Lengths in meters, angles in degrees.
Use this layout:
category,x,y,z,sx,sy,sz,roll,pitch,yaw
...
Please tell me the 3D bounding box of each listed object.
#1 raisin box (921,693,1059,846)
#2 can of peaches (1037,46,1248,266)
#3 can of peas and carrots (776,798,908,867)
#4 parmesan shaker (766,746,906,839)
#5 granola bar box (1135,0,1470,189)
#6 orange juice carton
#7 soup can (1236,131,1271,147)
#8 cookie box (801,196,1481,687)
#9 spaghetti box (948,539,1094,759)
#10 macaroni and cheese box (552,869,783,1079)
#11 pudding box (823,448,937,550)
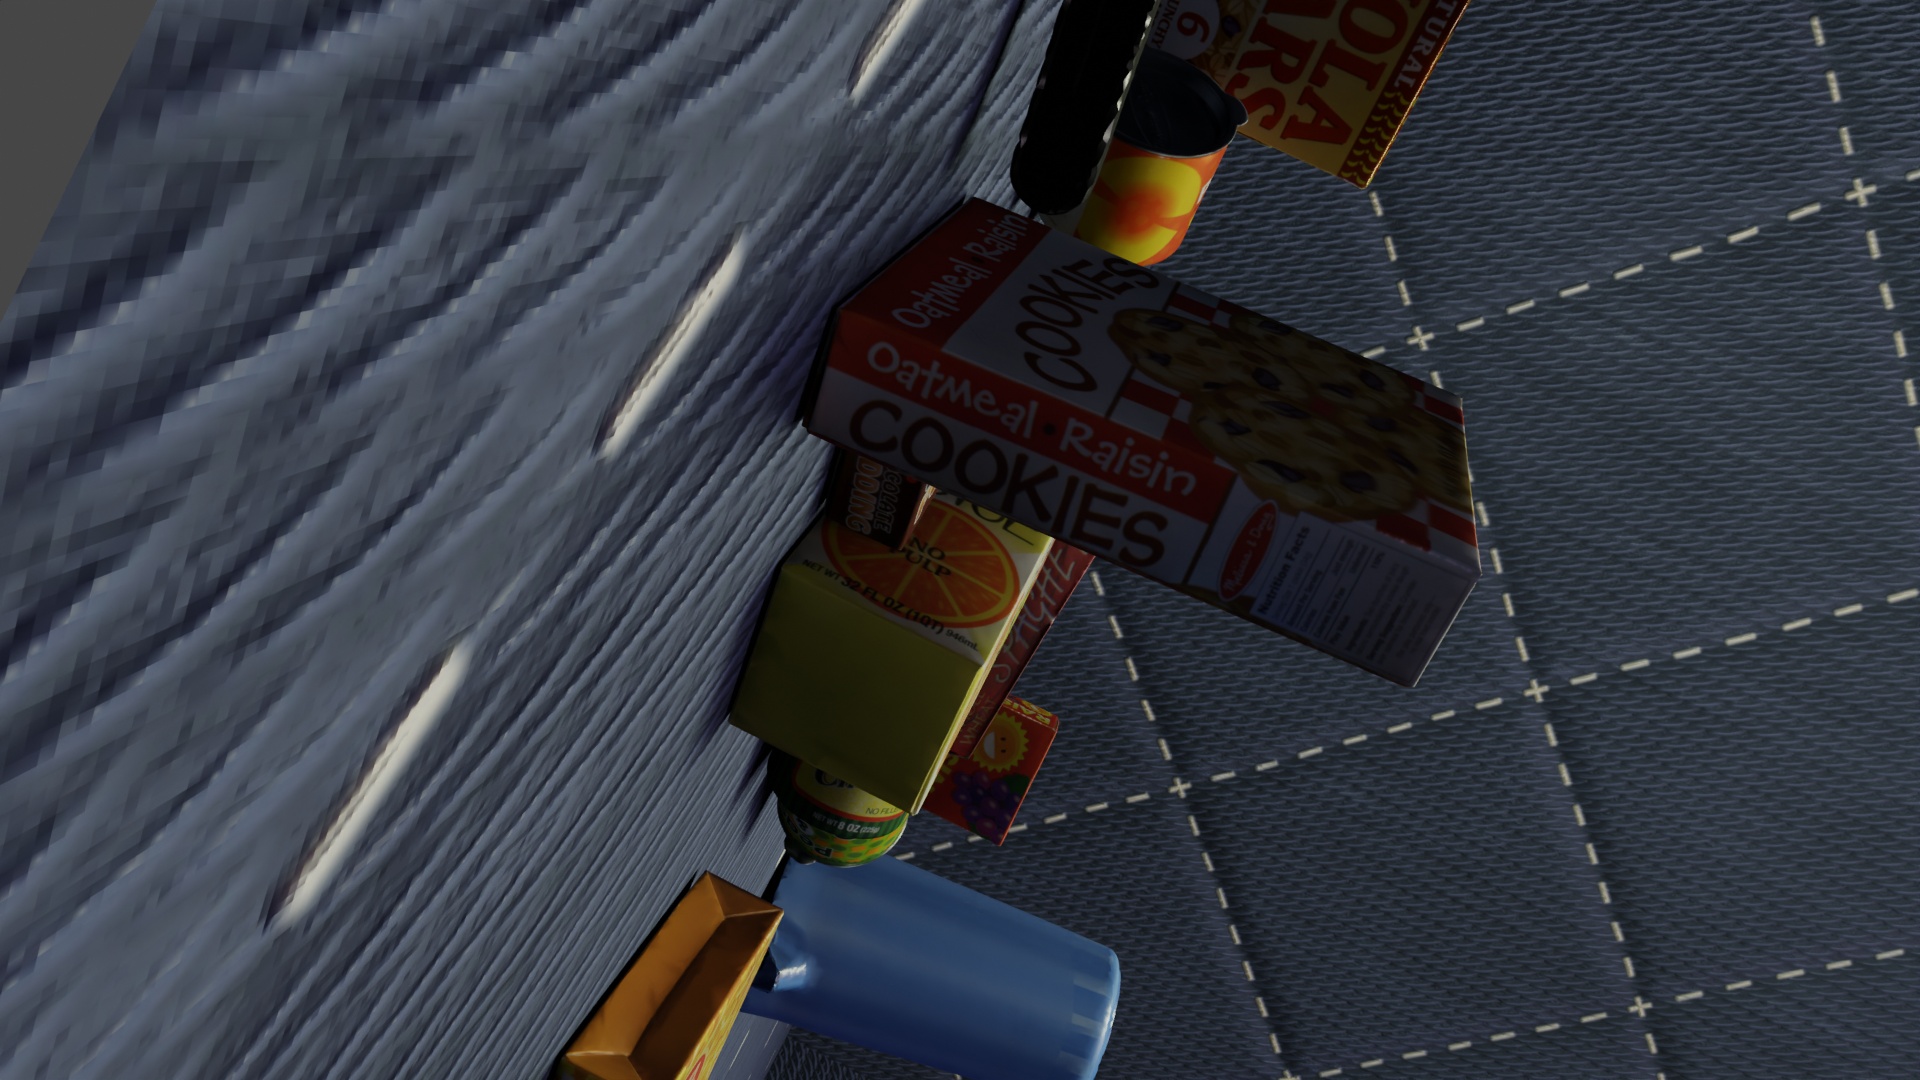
category,x,y,z,sx,sy,sz,roll,pitch,yaw
raisin box,-0.011,0.126,0.879,0.040,0.123,0.086,-28,144,-83
can of peaches,0.069,-0.151,0.547,0.071,0.071,0.057,-61,176,-39
can of peas and carrots,-0.055,0.117,0.667,0.058,0.071,0.071,109,8,-56
parmesan shaker,-0.032,0.067,0.588,0.102,0.071,0.071,-66,176,23
granola bar box,0.140,-0.237,0.527,0.039,0.124,0.164,-57,172,-53
orange juice carton,-0.007,0.005,0.519,0.072,0.072,0.194,-67,175,33
soup can,0.139,-0.253,0.719,0.071,0.084,0.071,-64,176,-9
cookie box,0.056,-0.036,0.391,0.123,0.167,0.040,-57,169,-59
spaghetti box,0.050,-0.007,0.668,0.249,0.028,0.050,-59,-166,12
macaroni and cheese box,-0.132,0.230,0.536,0.165,0.040,0.124,-66,175,20
pudding box,-0.012,-0.043,0.459,0.084,0.030,0.049,-60,174,-46
